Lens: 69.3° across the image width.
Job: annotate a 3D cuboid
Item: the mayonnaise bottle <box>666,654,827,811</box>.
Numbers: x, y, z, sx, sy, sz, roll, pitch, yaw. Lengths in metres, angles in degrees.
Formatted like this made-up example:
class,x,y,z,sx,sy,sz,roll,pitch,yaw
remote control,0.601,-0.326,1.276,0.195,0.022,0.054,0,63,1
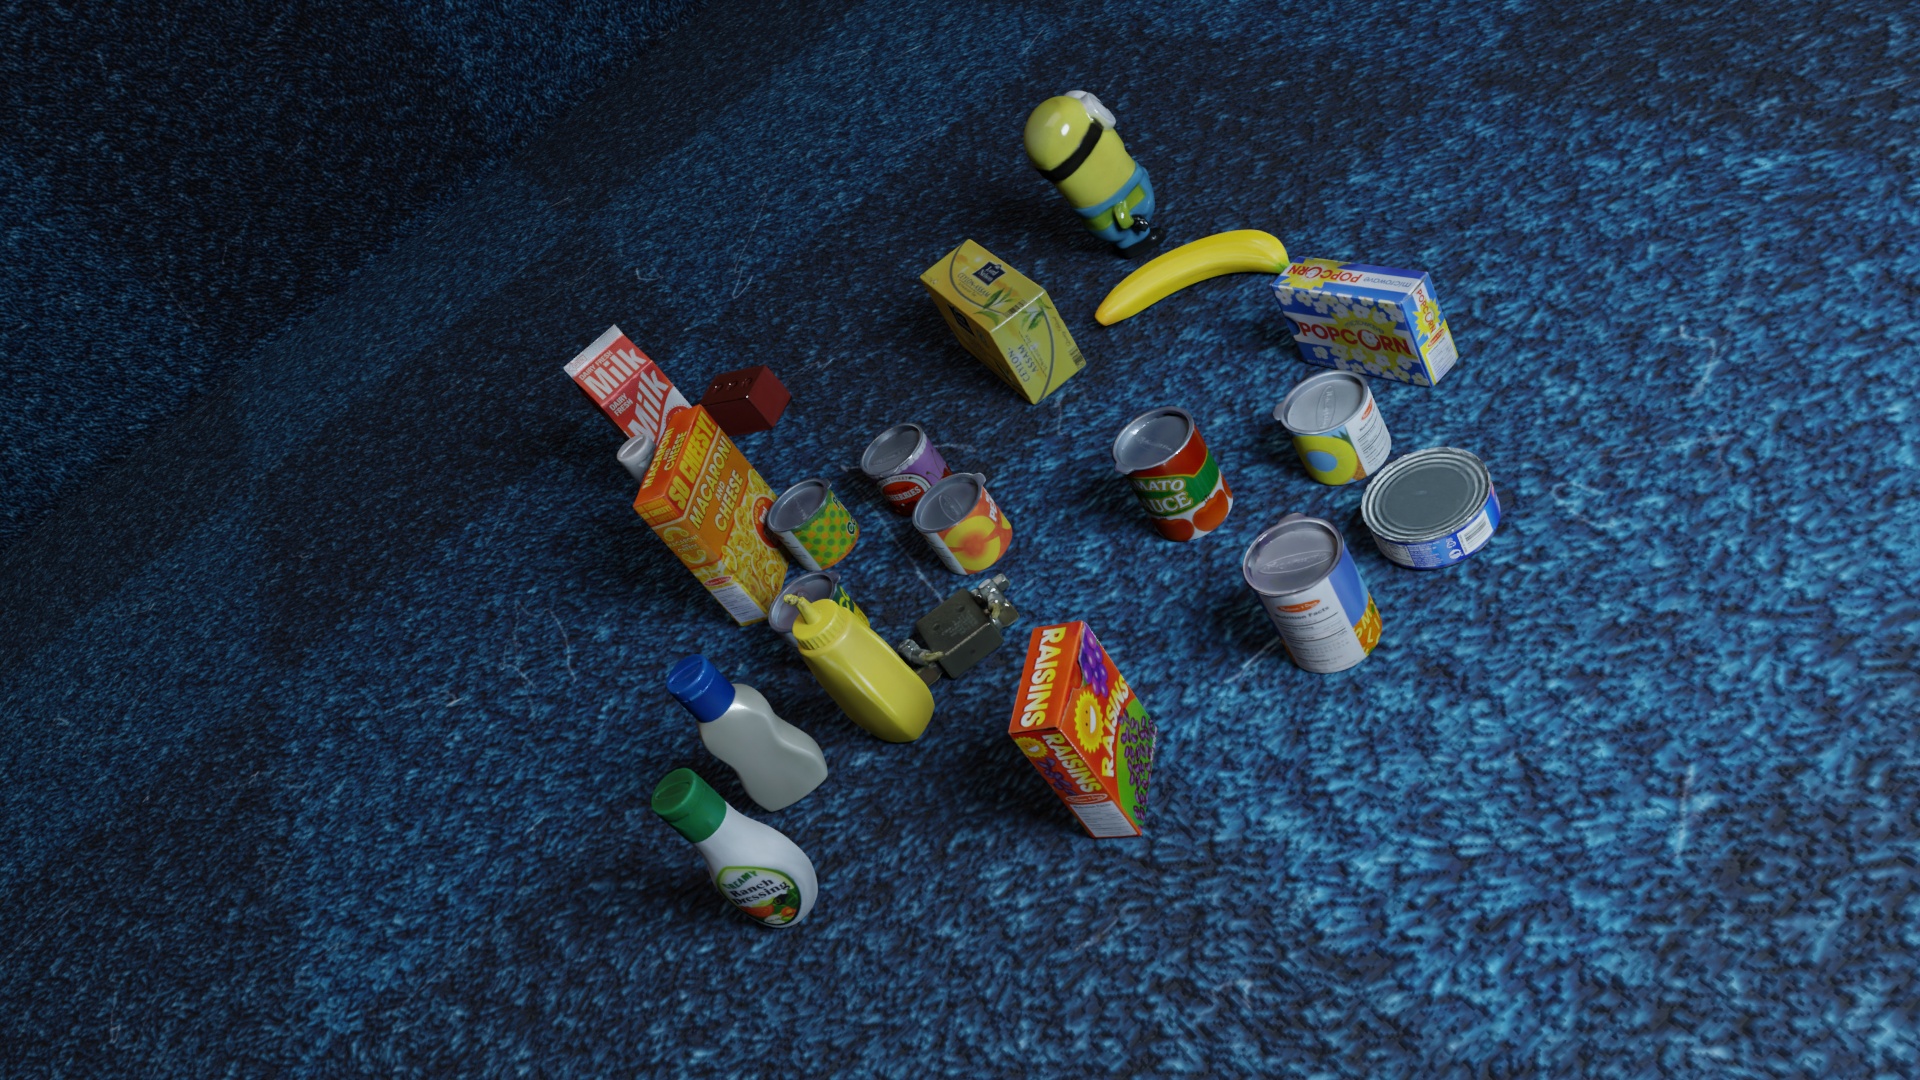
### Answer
class,x,y,z,sx,sy,sz,roll,pitch,yaw
mayonnaise bottle,-0.163,0.143,1.047,0.065,0.147,0.041,-33,36,5

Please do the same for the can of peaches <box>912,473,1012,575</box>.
class,x,y,z,sx,sy,sz,roll,pitch,yaw
can of peaches,0.004,-0.015,1.166,0.071,0.058,0.071,-22,38,18

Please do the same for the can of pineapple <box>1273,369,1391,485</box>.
class,x,y,z,sx,sy,sz,roll,pitch,yaw
can of pineapple,0.275,-0.083,1.023,0.071,0.057,0.071,-22,38,18

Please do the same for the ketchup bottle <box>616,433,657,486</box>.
class,x,y,z,sx,sy,sz,roll,pitch,yaw
ketchup bottle,-0.273,-0.039,1.343,0.065,0.148,0.043,-46,37,-13

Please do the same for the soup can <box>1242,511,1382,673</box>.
class,x,y,z,sx,sy,sz,roll,pitch,yaw
soup can,0.230,0.034,0.905,0.071,0.083,0.072,-22,38,19

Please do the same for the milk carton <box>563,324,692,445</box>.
class,x,y,z,sx,sy,sz,roll,pitch,yaw
milk carton,-0.330,-0.135,1.463,0.072,0.190,0.073,-45,36,-12

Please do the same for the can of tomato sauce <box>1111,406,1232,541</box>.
class,x,y,z,sx,sy,sz,roll,pitch,yaw
can of tomato sauce,0.161,-0.048,1.055,0.071,0.083,0.071,-22,38,19

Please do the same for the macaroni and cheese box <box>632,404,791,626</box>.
class,x,y,z,sx,sy,sz,roll,pitch,yaw
macaroni and cheese box,-0.218,-0.021,1.263,0.040,0.166,0.124,-17,40,25

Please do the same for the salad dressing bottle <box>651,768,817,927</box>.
class,x,y,z,sx,sy,sz,roll,pitch,yaw
salad dressing bottle,-0.156,0.213,0.962,0.064,0.147,0.044,-22,38,18

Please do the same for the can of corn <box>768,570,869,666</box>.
class,x,y,z,sx,sy,sz,roll,pitch,yaw
can of corn,-0.116,0.067,1.171,0.071,0.058,0.071,-22,38,18

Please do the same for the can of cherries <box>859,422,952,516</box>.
class,x,y,z,sx,sy,sz,roll,pitch,yaw
can of cherries,-0.049,-0.063,1.264,0.071,0.058,0.072,-22,38,18

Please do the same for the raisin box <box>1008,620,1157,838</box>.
class,x,y,z,sx,sy,sz,roll,pitch,yaw
raisin box,0.082,0.123,0.892,0.040,0.123,0.086,-11,42,30

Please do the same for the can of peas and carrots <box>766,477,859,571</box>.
class,x,y,z,sx,sy,sz,roll,pitch,yaw
can of peas and carrots,-0.133,-0.016,1.279,0.071,0.058,0.071,-22,38,18

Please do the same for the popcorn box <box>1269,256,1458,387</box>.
class,x,y,z,sx,sy,sz,roll,pitch,yaw
popcorn box,0.310,-0.170,1.069,0.038,0.085,0.127,-48,37,-15

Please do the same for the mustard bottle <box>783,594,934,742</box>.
class,x,y,z,sx,sy,sz,roll,pitch,yaw
mustard bottle,-0.081,0.088,1.031,0.065,0.159,0.049,1,50,40
